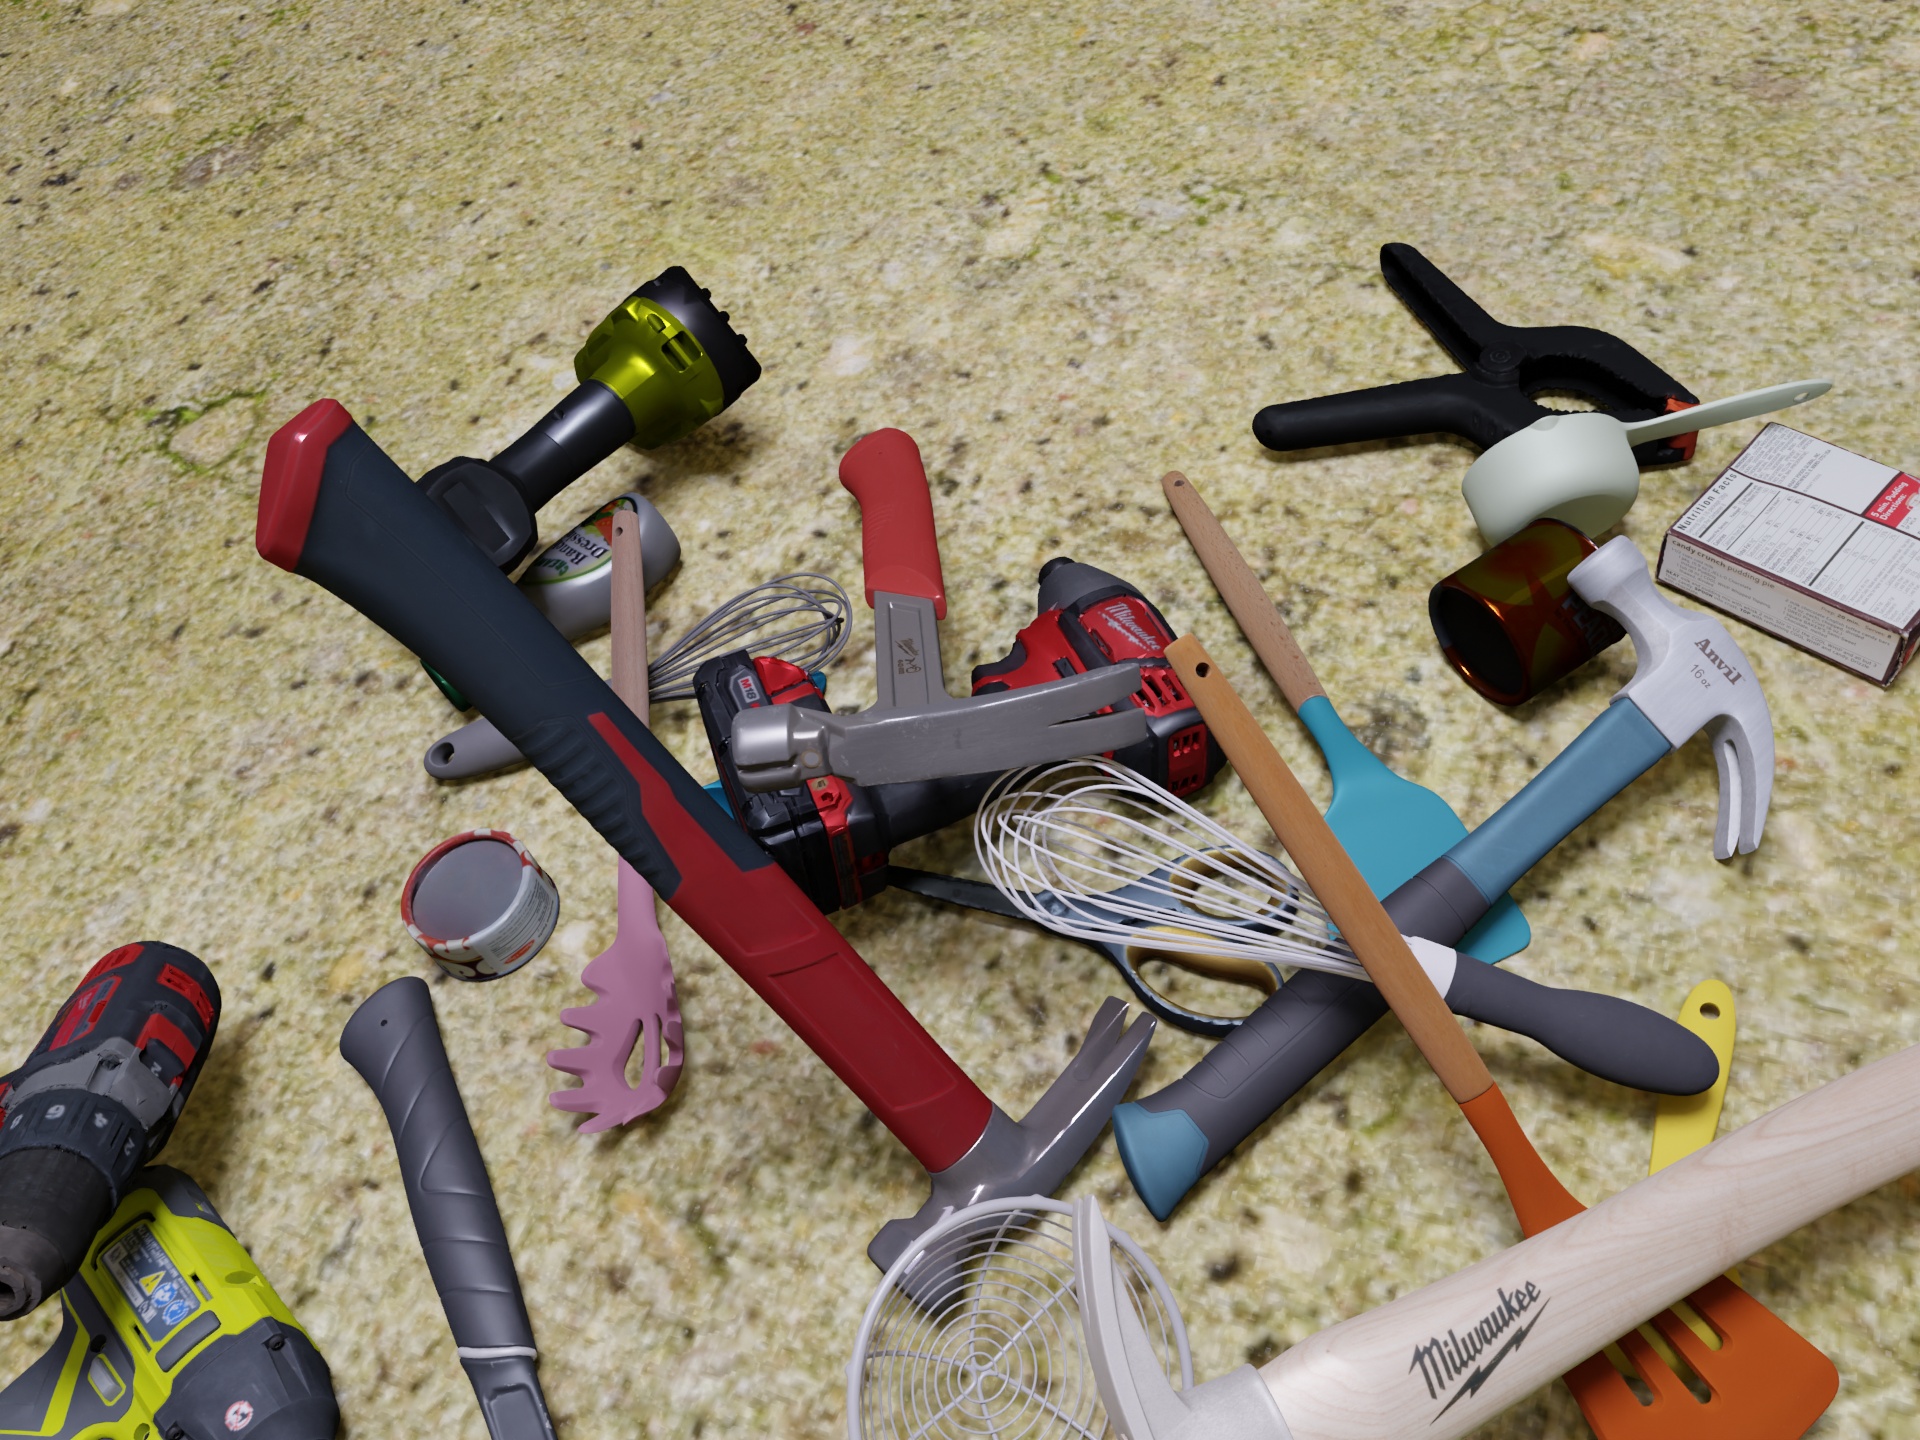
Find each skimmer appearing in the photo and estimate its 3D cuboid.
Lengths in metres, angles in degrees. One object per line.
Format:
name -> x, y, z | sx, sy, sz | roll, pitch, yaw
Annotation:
skimmer -> 0.110, 0.293, 0.466 | 0.127, 0.090, 0.364 | -35, 53, -26

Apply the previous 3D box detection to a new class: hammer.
hammer -> 0.236, 0.145, 0.505 | 0.410, 0.038, 0.146 | -20, 75, -14
hammer -> -0.017, -0.069, 0.723 | 0.149, 0.036, 0.359 | -8, 26, 0
hammer -> -0.072, 0.042, 0.537 | 0.143, 0.386, 0.038 | -47, 29, -17
hammer -> -0.166, 0.256, 0.605 | 0.149, 0.036, 0.409 | -28, 51, -9
hammer -> 0.189, 0.073, 0.633 | 0.331, 0.033, 0.128 | -39, 81, -9

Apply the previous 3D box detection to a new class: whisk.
whisk -> -0.165, -0.017, 0.807 | 0.239, 0.055, 0.055 | -20, 50, 7
whisk -> 0.140, 0.082, 0.587 | 0.284, 0.070, 0.070 | 20, 58, 4

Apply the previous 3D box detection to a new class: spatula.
spatula -> 0.153, -0.015, 0.741 | 0.082, 0.044, 0.318 | -20, 46, -1
spatula -> 0.165, 0.105, 0.538 | 0.081, 0.041, 0.323 | -32, 83, -11

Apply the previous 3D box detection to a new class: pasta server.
pasta server -> -0.156, 0.034, 0.737 | 0.060, 0.040, 0.316 | -17, 62, 18

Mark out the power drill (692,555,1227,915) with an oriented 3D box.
power drill -> -0.001, -0.002, 0.727 | 0.219, 0.078, 0.143 | -18, 49, -11

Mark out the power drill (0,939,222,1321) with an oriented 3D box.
power drill -> -0.414, 0.195, 0.633 | 0.226, 0.080, 0.188 | -28, 26, 4

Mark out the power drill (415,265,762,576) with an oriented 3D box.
power drill -> -0.232, -0.139, 0.872 | 0.228, 0.080, 0.190 | -47, 19, -27

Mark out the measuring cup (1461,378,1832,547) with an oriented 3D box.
measuring cup -> 0.320, -0.118, 0.735 | 0.167, 0.083, 0.038 | -15, 66, 11

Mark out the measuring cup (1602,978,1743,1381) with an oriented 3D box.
measuring cup -> 0.259, 0.157, 0.572 | 0.062, 0.029, 0.157 | 13, 60, 24

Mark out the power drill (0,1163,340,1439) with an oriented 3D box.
power drill -> -0.351, 0.299, 0.595 | 0.171, 0.080, 0.223 | 32, 63, 33

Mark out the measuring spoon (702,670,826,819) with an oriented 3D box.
measuring spoon -> -0.099, 0.024, 0.784 | 0.042, 0.021, 0.129 | 16, 49, 21
